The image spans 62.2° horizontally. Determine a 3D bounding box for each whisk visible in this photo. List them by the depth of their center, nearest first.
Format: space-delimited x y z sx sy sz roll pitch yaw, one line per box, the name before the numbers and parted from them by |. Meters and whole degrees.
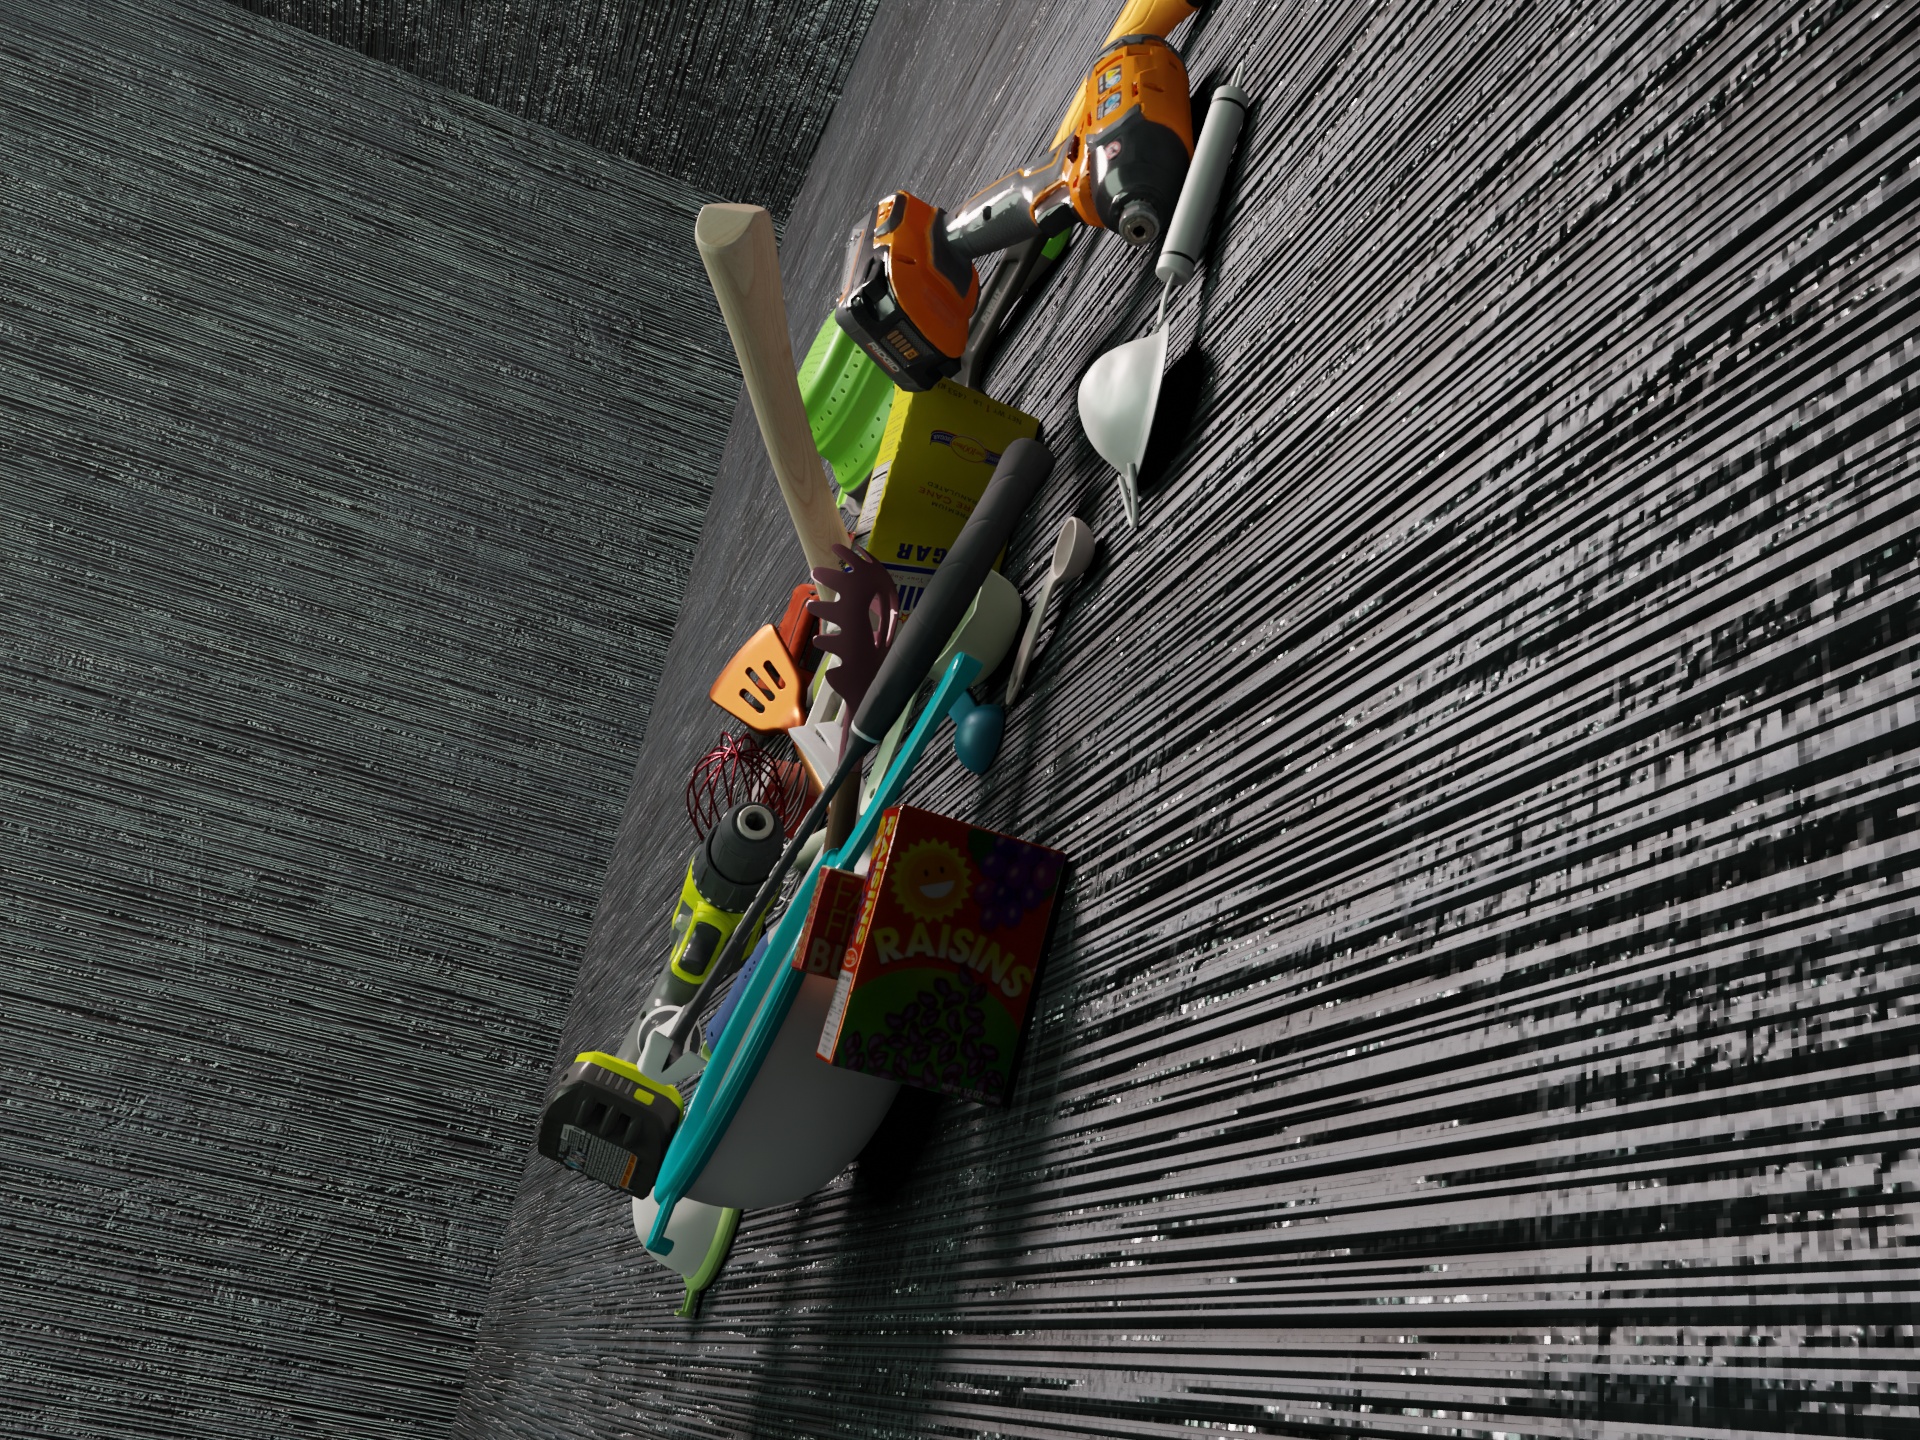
whisk | -0.165 0.115 1.211 0.295 0.073 0.073 93 180 -48
whisk | -0.124 0.109 1.240 0.246 0.058 0.059 -30 78 63
whisk | -0.118 -0.006 1.287 0.239 0.055 0.055 -64 11 -23

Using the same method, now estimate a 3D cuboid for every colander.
colander | -0.042 -0.304 1.242 0.397 0.094 0.205 -34 35 57

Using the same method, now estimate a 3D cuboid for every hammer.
hammer | -0.061 0.019 0.873 0.409 0.036 0.149 -59 6 -8
hammer | -0.097 -0.138 0.962 0.410 0.038 0.146 76 -152 -60
hammer | 0.056 -0.352 1.055 0.127 0.034 0.336 52 128 27
hammer | -0.129 0.152 1.151 0.144 0.035 0.405 68 150 24

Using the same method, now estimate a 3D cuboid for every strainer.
strainer | 0.106 -0.225 0.818 0.087 0.050 0.258 124 165 -81
strainer | -0.047 0.129 0.859 0.340 0.095 0.211 -60 6 11
strainer | -0.219 0.329 1.260 0.257 0.069 0.151 -111 41 -64

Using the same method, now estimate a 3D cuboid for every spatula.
spatula | -0.114 0.029 1.171 0.081 0.041 0.323 -48 34 8

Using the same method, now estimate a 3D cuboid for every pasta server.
pasta server | -0.076 0.053 0.959 0.040 0.060 0.316 17 104 33

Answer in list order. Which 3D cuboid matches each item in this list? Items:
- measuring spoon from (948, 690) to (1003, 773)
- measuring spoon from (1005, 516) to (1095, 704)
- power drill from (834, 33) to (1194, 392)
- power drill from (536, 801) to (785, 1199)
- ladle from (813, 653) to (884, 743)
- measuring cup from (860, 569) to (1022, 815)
measuring spoon | -0.002 -0.003 0.965 0.129 0.021 0.042 -129 58 -70
measuring spoon | 0.050 -0.056 0.876 0.034 0.018 0.124 -93 19 -52
power drill | 0.035 -0.287 0.928 0.226 0.084 0.164 -26 41 30
power drill | -0.178 0.169 1.009 0.190 0.080 0.229 119 176 -56
ladle | -0.041 -0.126 1.224 0.078 0.062 0.320 -13 50 47
measuring cup | -0.012 -0.014 0.946 0.083 0.038 0.167 2 67 66
